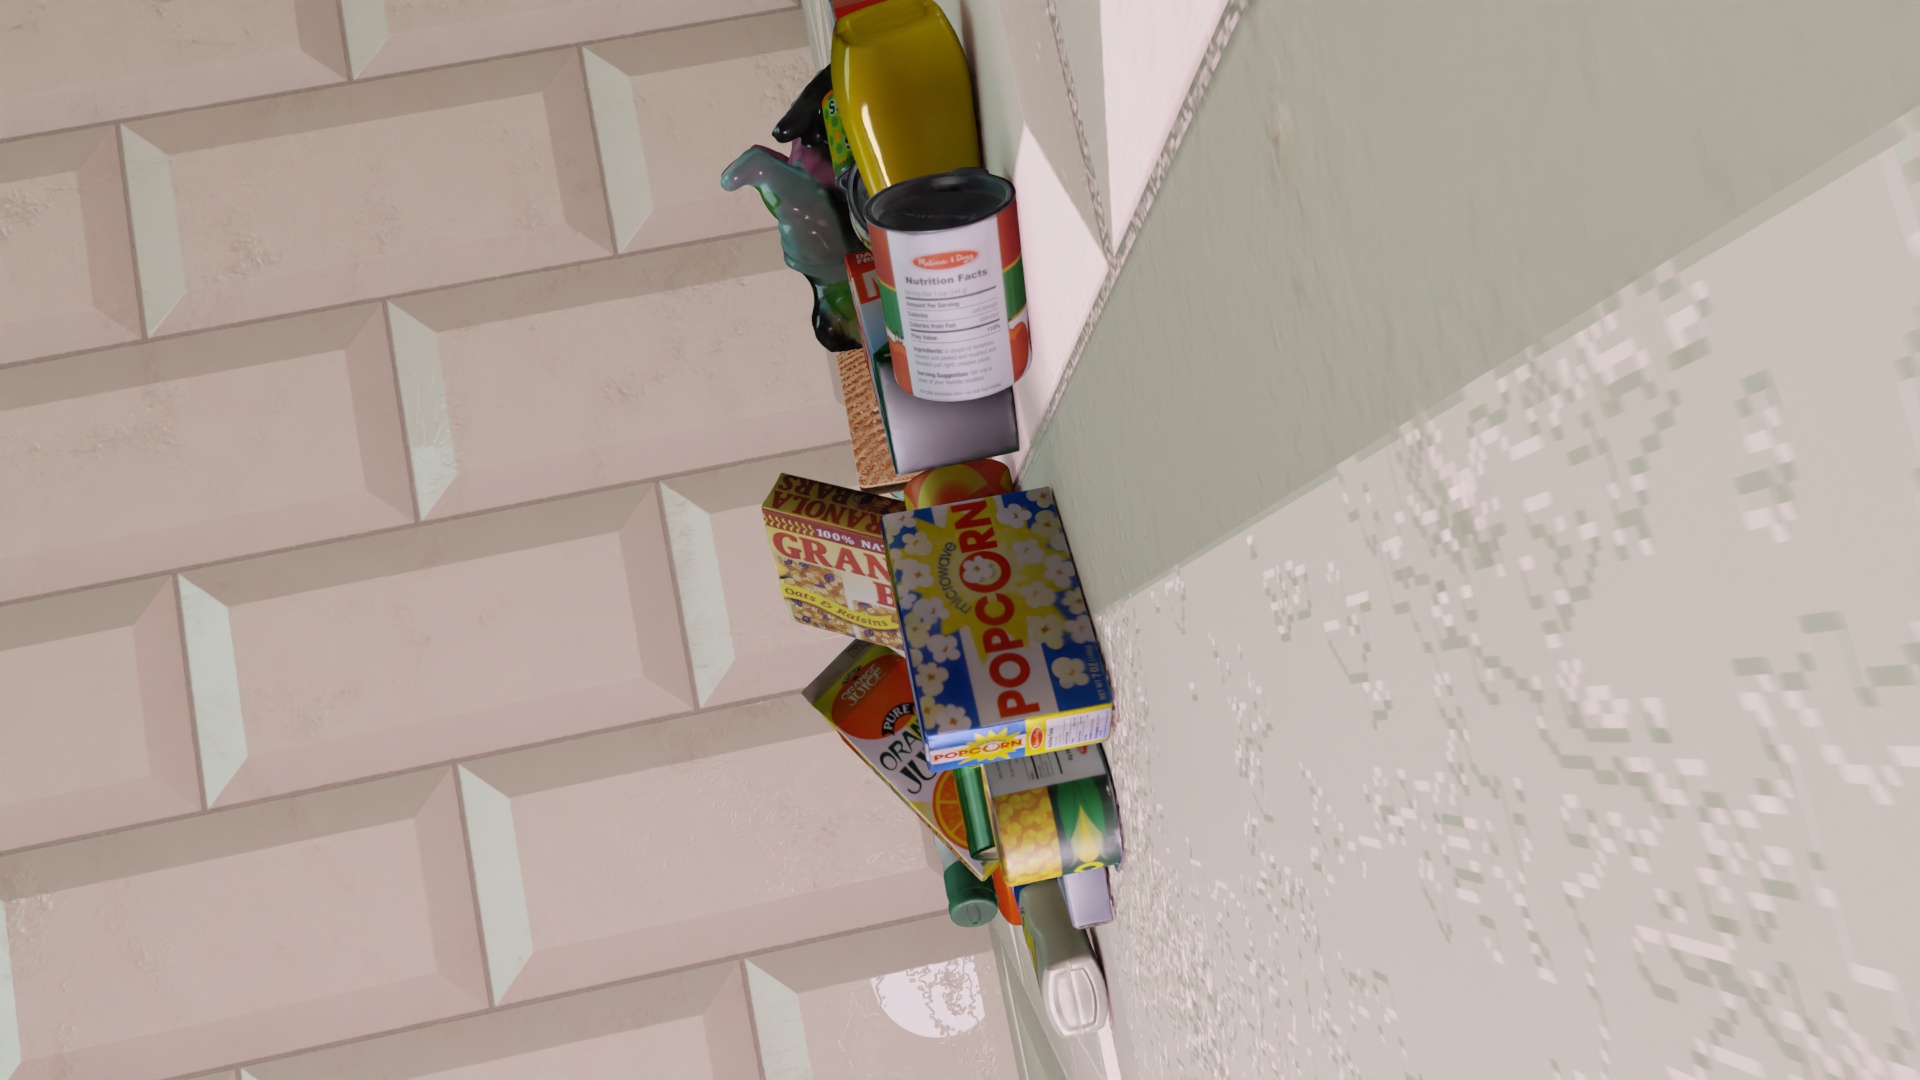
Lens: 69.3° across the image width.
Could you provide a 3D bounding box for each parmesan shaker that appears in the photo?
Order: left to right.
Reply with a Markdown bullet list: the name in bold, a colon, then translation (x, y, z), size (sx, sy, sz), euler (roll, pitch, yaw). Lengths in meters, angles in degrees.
- **parmesan shaker**: translation (0.026, 0.157, 0.936), size (0.071, 0.071, 0.103), euler (88, 170, -66)

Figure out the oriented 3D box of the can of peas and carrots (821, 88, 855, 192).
- **can of peas and carrots**: translation (-0.057, -0.272, 0.930), size (0.071, 0.071, 0.059), euler (114, 145, -83)

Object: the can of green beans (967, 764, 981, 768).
- **can of green beans**: translation (0.026, 0.108, 0.886), size (0.071, 0.058, 0.071), euler (174, 85, -86)

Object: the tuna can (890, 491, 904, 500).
- **tuna can**: translation (-0.028, -0.062, 1.148), size (0.071, 0.071, 0.032), euler (-109, 10, -63)

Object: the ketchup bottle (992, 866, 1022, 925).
- **ketchup bottle**: translation (0.043, 0.246, 1.134), size (0.065, 0.043, 0.148), euler (-105, 5, -52)

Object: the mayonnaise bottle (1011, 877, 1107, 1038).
- **mayonnaise bottle**: translation (0.062, 0.261, 0.925), size (0.148, 0.041, 0.064), euler (-115, 13, -72)

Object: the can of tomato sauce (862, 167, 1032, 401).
- **can of tomato sauce**: translation (-0.004, -0.115, 0.623), size (0.071, 0.071, 0.082), euler (-107, 6, -55)

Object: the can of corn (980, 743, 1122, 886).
- **can of corn**: translation (0.045, 0.136, 0.690), size (0.071, 0.058, 0.071), euler (174, 85, -86)

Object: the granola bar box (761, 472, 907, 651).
- **granola bar box**: translation (-0.047, 0.025, 0.956), size (0.123, 0.165, 0.039), euler (84, -154, -48)

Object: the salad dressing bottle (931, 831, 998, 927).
- **salad dressing bottle**: translation (-0.001, 0.228, 1.081), size (0.148, 0.044, 0.064), euler (-104, 2, -48)

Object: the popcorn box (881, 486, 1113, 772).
- **popcorn box**: translation (0.015, 0.039, 0.648), size (0.038, 0.085, 0.127), euler (86, 172, -53)

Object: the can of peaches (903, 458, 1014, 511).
- **can of peaches**: translation (0.003, -0.010, 0.818), size (0.071, 0.071, 0.058), euler (90, 169, -70)

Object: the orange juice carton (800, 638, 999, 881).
- **orange juice carton**: translation (-0.027, 0.154, 1.016), size (0.193, 0.072, 0.073), euler (44, 168, 11)

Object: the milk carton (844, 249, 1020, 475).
- **milk carton**: translation (-0.022, -0.122, 0.812), size (0.191, 0.072, 0.073), euler (-106, 6, -55)

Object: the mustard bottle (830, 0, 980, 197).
- **mustard bottle**: translation (-0.021, -0.186, 0.695), size (0.049, 0.065, 0.159), euler (-112, 6, -46)

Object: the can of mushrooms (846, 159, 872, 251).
- **can of mushrooms**: translation (-0.031, -0.190, 0.784), size (0.033, 0.071, 0.071), euler (104, 154, -82)

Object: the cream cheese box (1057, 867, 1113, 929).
- **cream cheese box**: translation (0.061, 0.153, 0.762), size (0.053, 0.024, 0.103), euler (-117, 16, -74)

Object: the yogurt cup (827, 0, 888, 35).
- **yogurt cup**: translation (-0.046, -0.294, 0.813), size (0.072, 0.054, 0.072), euler (173, 86, -85)
